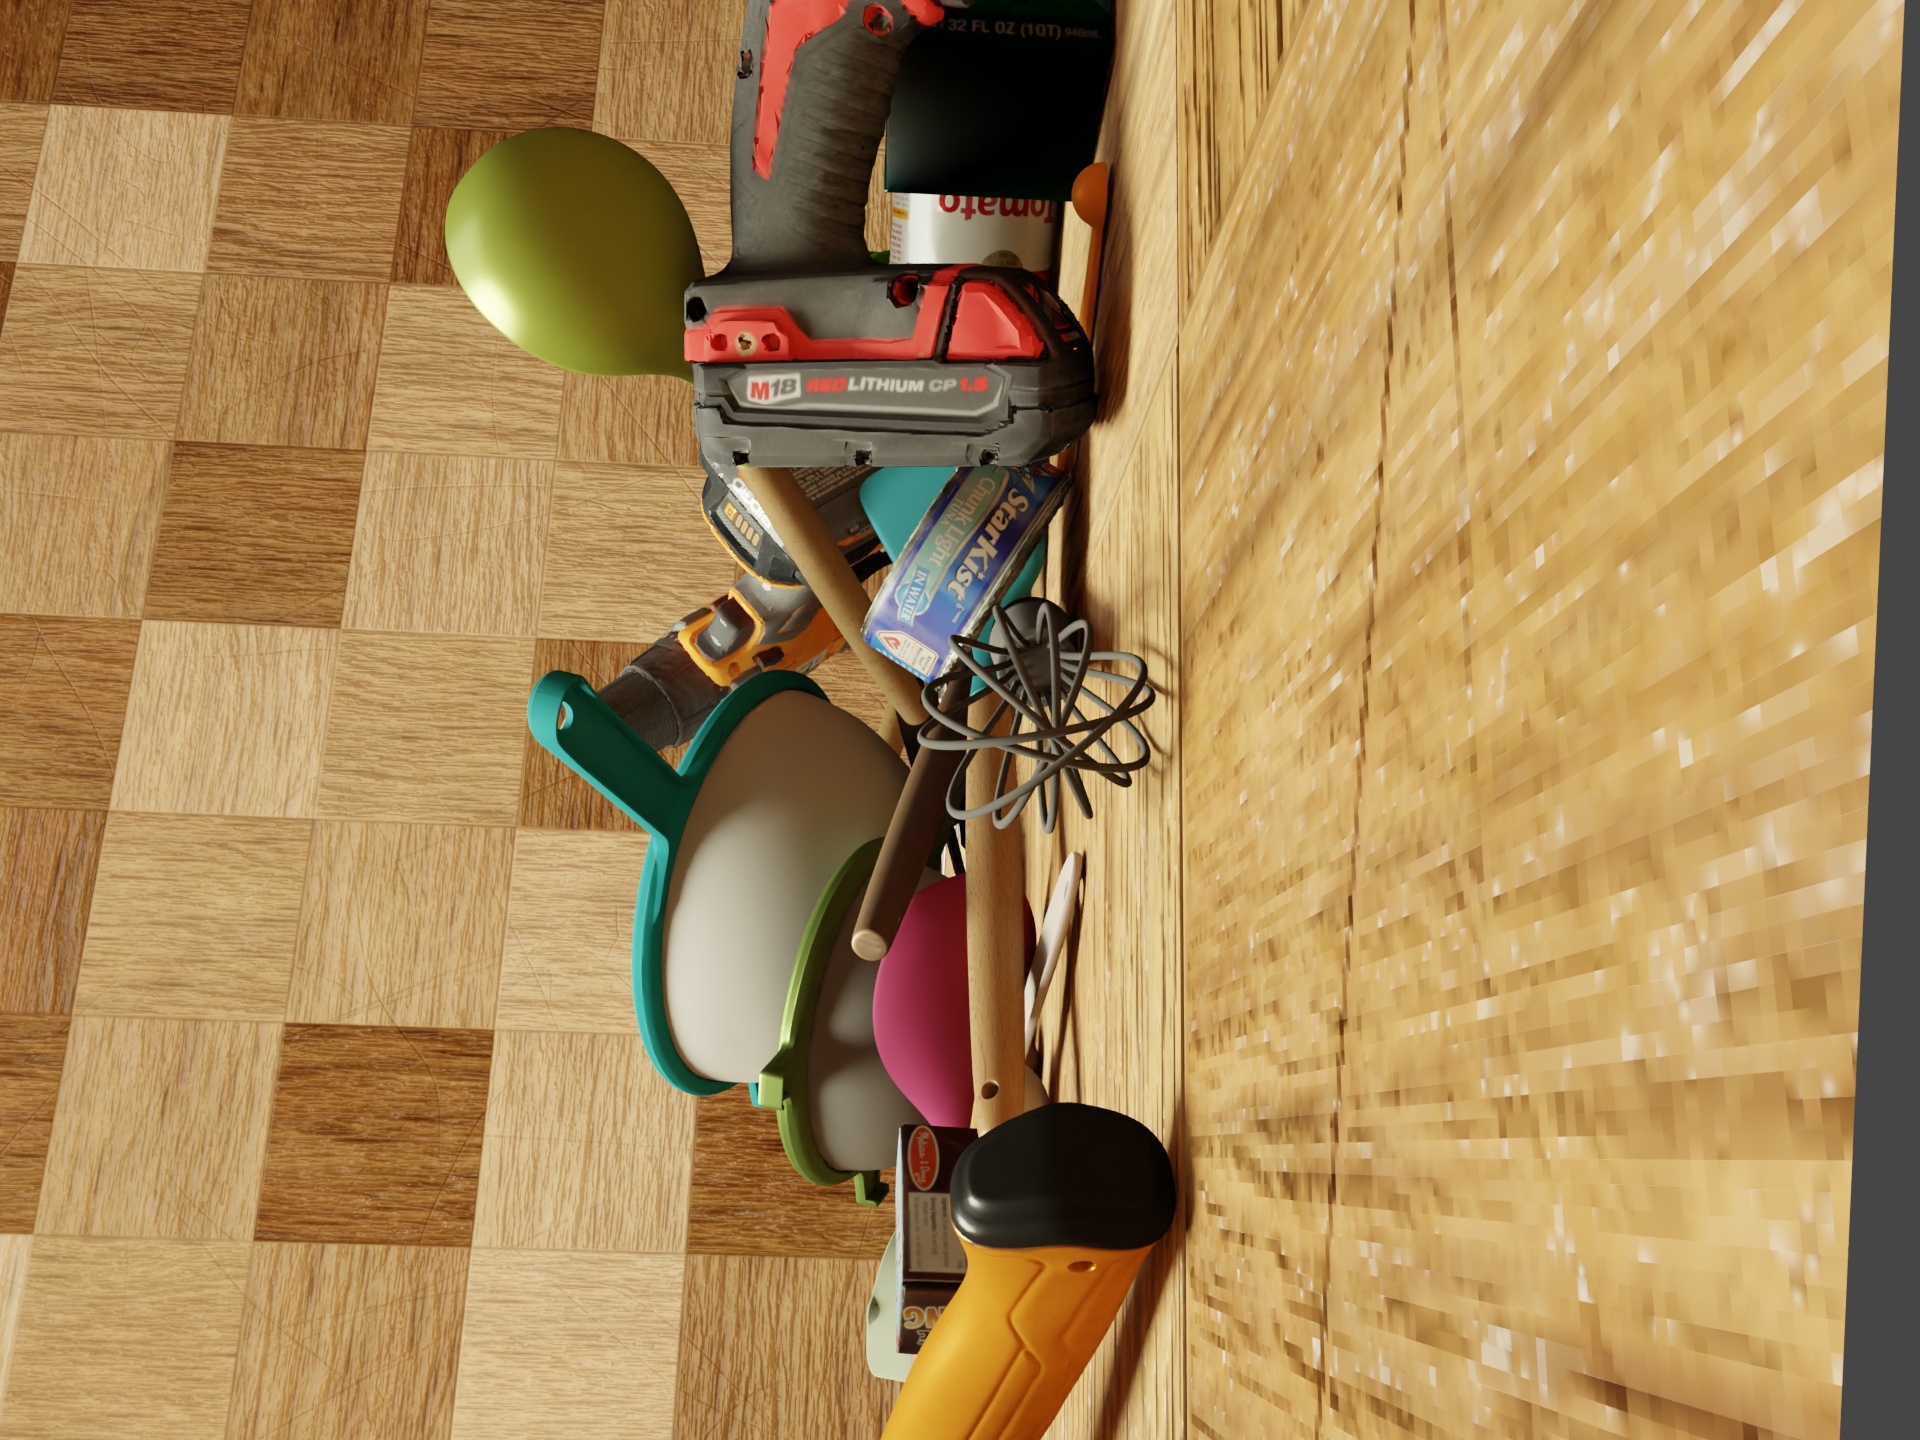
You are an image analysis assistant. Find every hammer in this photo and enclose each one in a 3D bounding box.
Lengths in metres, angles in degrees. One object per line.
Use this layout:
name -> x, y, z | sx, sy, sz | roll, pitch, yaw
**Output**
hammer -> -0.005, 0.208, 0.414 | 0.034, 0.127, 0.336 | -88, 12, -49

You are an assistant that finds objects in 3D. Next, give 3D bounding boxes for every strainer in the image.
strainer -> 0.000, 0.084, 0.701 | 0.151, 0.069, 0.256 | 67, -142, -55
strainer -> -0.079, 0.061, 0.712 | 0.340, 0.095, 0.211 | 61, -137, -64

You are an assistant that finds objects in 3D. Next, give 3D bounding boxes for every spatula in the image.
spatula -> 0.004, 0.005, 0.564 | 0.044, 0.082, 0.318 | 52, -155, -38
spatula -> -0.001, -0.002, 0.646 | 0.316, 0.018, 0.059 | -70, -17, -60

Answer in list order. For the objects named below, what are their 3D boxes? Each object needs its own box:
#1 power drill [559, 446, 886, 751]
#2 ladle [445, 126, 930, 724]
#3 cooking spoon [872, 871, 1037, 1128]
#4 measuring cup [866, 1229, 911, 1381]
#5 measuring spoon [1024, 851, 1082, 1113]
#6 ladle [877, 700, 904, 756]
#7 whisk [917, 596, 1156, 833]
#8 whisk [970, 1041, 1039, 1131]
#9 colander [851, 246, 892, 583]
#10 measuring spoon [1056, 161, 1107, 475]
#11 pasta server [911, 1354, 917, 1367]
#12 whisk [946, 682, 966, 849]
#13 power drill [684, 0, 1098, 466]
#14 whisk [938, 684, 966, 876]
power drill -> -0.102, -0.064, 0.773 | 0.185, 0.084, 0.226 | -36, -9, -34
ladle -> -0.077, -0.081, 0.581 | 0.319, 0.062, 0.078 | 59, -147, -55
cooking spoon -> 0.003, 0.196, 0.628 | 0.017, 0.068, 0.318 | 38, 136, 51
measuring cup -> -0.007, 0.243, 0.788 | 0.083, 0.038, 0.167 | 31, -111, -71
measuring spoon -> 0.029, 0.093, 0.505 | 0.034, 0.018, 0.124 | -89, 9, -59
ladle -> -0.031, -0.028, 1.024 | 0.316, 0.031, 0.069 | -75, -4, -46
whisk -> 0.019, -0.012, 0.440 | 0.239, 0.055, 0.055 | -77, -9, -81
whisk -> 0.002, 0.229, 0.608 | 0.051, 0.047, 0.245 | -91, 8, -69
colander -> -0.020, -0.269, 0.969 | 0.094, 0.204, 0.397 | -27, 36, 48
measuring spoon -> 0.036, -0.126, 0.520 | 0.021, 0.011, 0.116 | -90, 4, -47
pasta server -> -0.005, 0.248, 0.739 | 0.060, 0.040, 0.316 | 101, 171, -71
whisk -> 0.000, -0.078, 0.830 | 0.073, 0.073, 0.296 | -165, 71, -87
power drill -> -0.015, -0.186, 0.448 | 0.078, 0.143, 0.219 | -49, -41, -69
whisk -> -0.009, 0.022, 0.925 | 0.070, 0.070, 0.284 | -93, 11, -63
